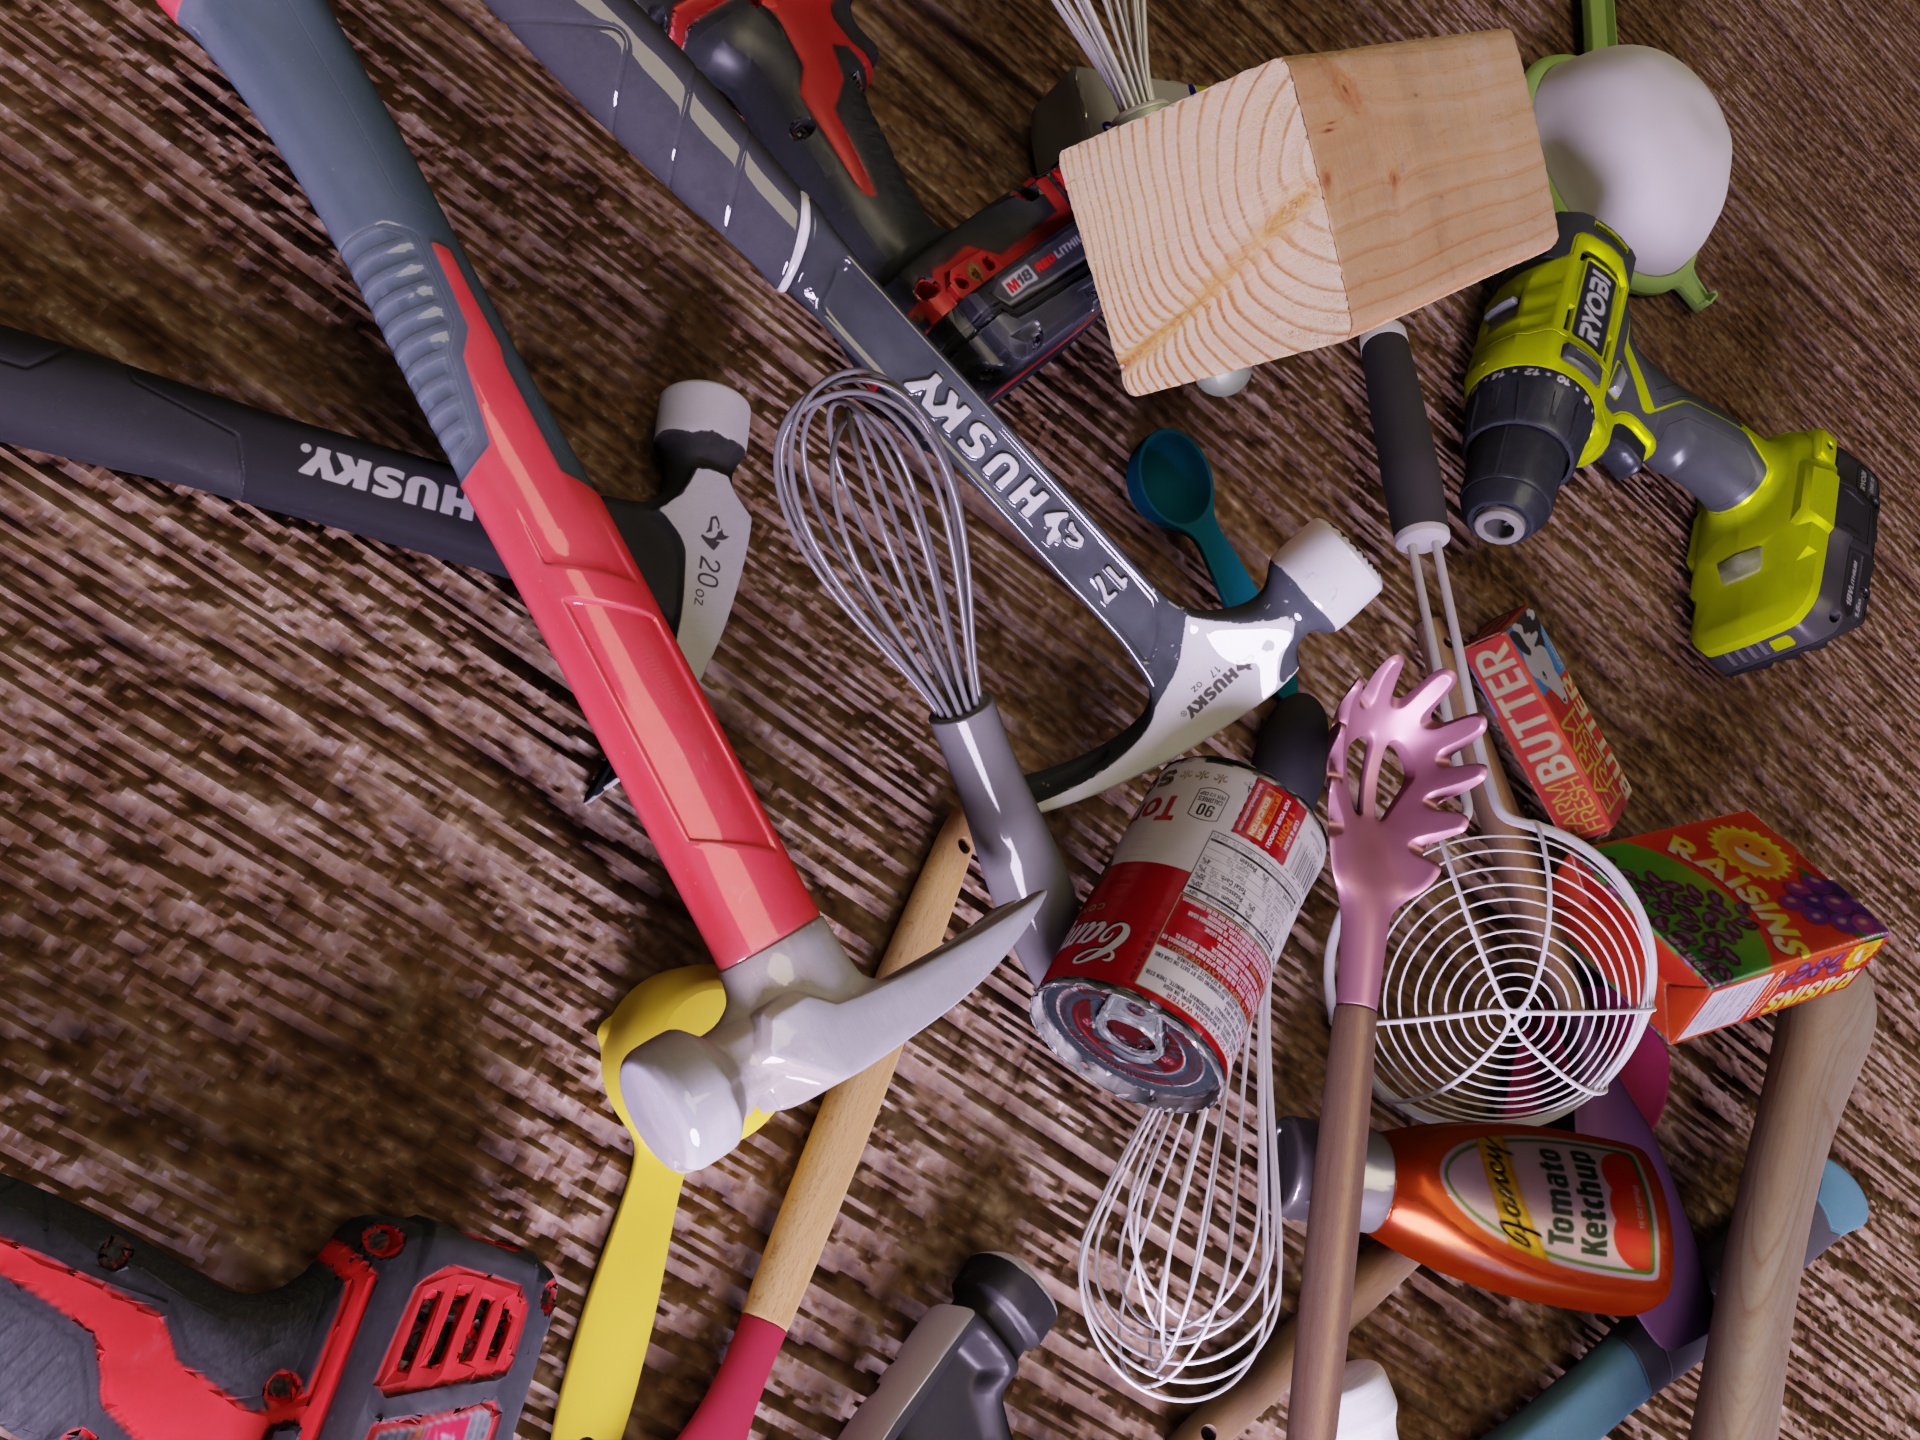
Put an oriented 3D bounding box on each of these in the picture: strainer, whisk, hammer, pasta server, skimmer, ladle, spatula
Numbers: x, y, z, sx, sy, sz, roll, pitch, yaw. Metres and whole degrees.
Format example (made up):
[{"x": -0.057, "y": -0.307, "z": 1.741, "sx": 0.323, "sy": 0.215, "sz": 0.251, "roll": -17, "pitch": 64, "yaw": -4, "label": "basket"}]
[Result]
[{"x": 0.386, "y": -0.368, "z": 0.899, "sx": 0.151, "sy": 0.069, "sz": 0.256, "roll": 14, "pitch": 69, "yaw": -27, "label": "strainer"}, {"x": 0.100, "y": 0.102, "z": 0.582, "sx": 0.070, "sy": 0.070, "sz": 0.285, "roll": 33, "pitch": 55, "yaw": -19, "label": "whisk"}, {"x": 0.279, "y": 0.258, "z": 0.651, "sx": 0.331, "sy": 0.033, "sz": 0.128, "roll": -17, "pitch": 83, "yaw": -34, "label": "hammer"}, {"x": -0.001, "y": -0.001, "z": 0.521, "sx": 0.055, "sy": 0.055, "sz": 0.238, "roll": -39, "pitch": 118, "yaw": -34, "label": "whisk"}, {"x": -0.043, "y": -0.135, "z": 0.514, "sx": 0.149, "sy": 0.036, "sz": 0.408, "roll": -43, "pitch": 107, "yaw": 9, "label": "hammer"}, {"x": 0.083, "y": 0.332, "z": 0.506, "sx": 0.336, "sy": 0.034, "sz": 0.127, "roll": 49, "pitch": 56, "yaw": -9, "label": "hammer"}, {"x": -0.222, "y": -0.076, "z": 0.454, "sx": 0.334, "sy": 0.035, "sz": 0.146, "roll": 15, "pitch": 66, "yaw": -27, "label": "hammer"}, {"x": 0.305, "y": 0.233, "z": 0.623, "sx": 0.146, "sy": 0.038, "sz": 0.411, "roll": 48, "pitch": 50, "yaw": -12, "label": "hammer"}, {"x": 0.069, "y": -0.246, "z": 0.625, "sx": 0.058, "sy": 0.059, "sz": 0.246, "roll": -30, "pitch": 102, "yaw": -59, "label": "whisk"}, {"x": 0.139, "y": 0.127, "z": 0.558, "sx": 0.060, "sy": 0.040, "sz": 0.316, "roll": 16, "pitch": 67, "yaw": -9, "label": "pasta server"}, {"x": -0.115, "y": -0.073, "z": 0.475, "sx": 0.143, "sy": 0.038, "sz": 0.386, "roll": -27, "pitch": 88, "yaw": -36, "label": "hammer"}, {"x": 0.205, "y": -0.012, "z": 0.687, "sx": 0.127, "sy": 0.090, "sz": 0.364, "roll": -5, "pitch": 59, "yaw": 6, "label": "skimmer"}, {"x": -0.050, "y": 0.158, "z": 0.487, "sx": 0.069, "sy": 0.031, "sz": 0.316, "roll": 41, "pitch": 55, "yaw": -28, "label": "ladle"}, {"x": 0.249, "y": 0.101, "z": 0.675, "sx": 0.059, "sy": 0.018, "sz": 0.316, "roll": -3, "pitch": 70, "yaw": -35, "label": "spatula"}]

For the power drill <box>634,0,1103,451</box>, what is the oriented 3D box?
[{"x": -0.025, "y": -0.238, "z": 0.605, "sx": 0.226, "sy": 0.080, "sz": 0.188, "roll": 50, "pitch": 56, "yaw": -5, "label": "power drill"}]

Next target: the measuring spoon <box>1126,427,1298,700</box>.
[{"x": 0.104, "y": -0.061, "z": 0.663, "sx": 0.042, "sy": 0.021, "sz": 0.128, "roll": -39, "pitch": 105, "yaw": -35, "label": "measuring spoon"}]

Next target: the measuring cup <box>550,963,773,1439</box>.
[{"x": -0.088, "y": 0.146, "z": 0.465, "sx": 0.062, "sy": 0.029, "sz": 0.157, "roll": 24, "pitch": 62, "yaw": -23, "label": "measuring cup"}]

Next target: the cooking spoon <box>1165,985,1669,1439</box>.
[{"x": 0.189, "y": 0.193, "z": 0.626, "sx": 0.319, "sy": 0.017, "sz": 0.069, "roll": -26, "pitch": 74, "yaw": -35, "label": "cooking spoon"}]

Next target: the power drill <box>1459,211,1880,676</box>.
[{"x": 0.344, "y": -0.122, "z": 0.791, "sx": 0.228, "sy": 0.080, "sz": 0.191, "roll": 32, "pitch": 60, "yaw": -16, "label": "power drill"}]

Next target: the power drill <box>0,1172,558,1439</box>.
[{"x": -0.213, "y": 0.165, "z": 0.359, "sx": 0.219, "sy": 0.078, "sz": 0.143, "roll": 27, "pitch": 62, "yaw": -25, "label": "power drill"}]
